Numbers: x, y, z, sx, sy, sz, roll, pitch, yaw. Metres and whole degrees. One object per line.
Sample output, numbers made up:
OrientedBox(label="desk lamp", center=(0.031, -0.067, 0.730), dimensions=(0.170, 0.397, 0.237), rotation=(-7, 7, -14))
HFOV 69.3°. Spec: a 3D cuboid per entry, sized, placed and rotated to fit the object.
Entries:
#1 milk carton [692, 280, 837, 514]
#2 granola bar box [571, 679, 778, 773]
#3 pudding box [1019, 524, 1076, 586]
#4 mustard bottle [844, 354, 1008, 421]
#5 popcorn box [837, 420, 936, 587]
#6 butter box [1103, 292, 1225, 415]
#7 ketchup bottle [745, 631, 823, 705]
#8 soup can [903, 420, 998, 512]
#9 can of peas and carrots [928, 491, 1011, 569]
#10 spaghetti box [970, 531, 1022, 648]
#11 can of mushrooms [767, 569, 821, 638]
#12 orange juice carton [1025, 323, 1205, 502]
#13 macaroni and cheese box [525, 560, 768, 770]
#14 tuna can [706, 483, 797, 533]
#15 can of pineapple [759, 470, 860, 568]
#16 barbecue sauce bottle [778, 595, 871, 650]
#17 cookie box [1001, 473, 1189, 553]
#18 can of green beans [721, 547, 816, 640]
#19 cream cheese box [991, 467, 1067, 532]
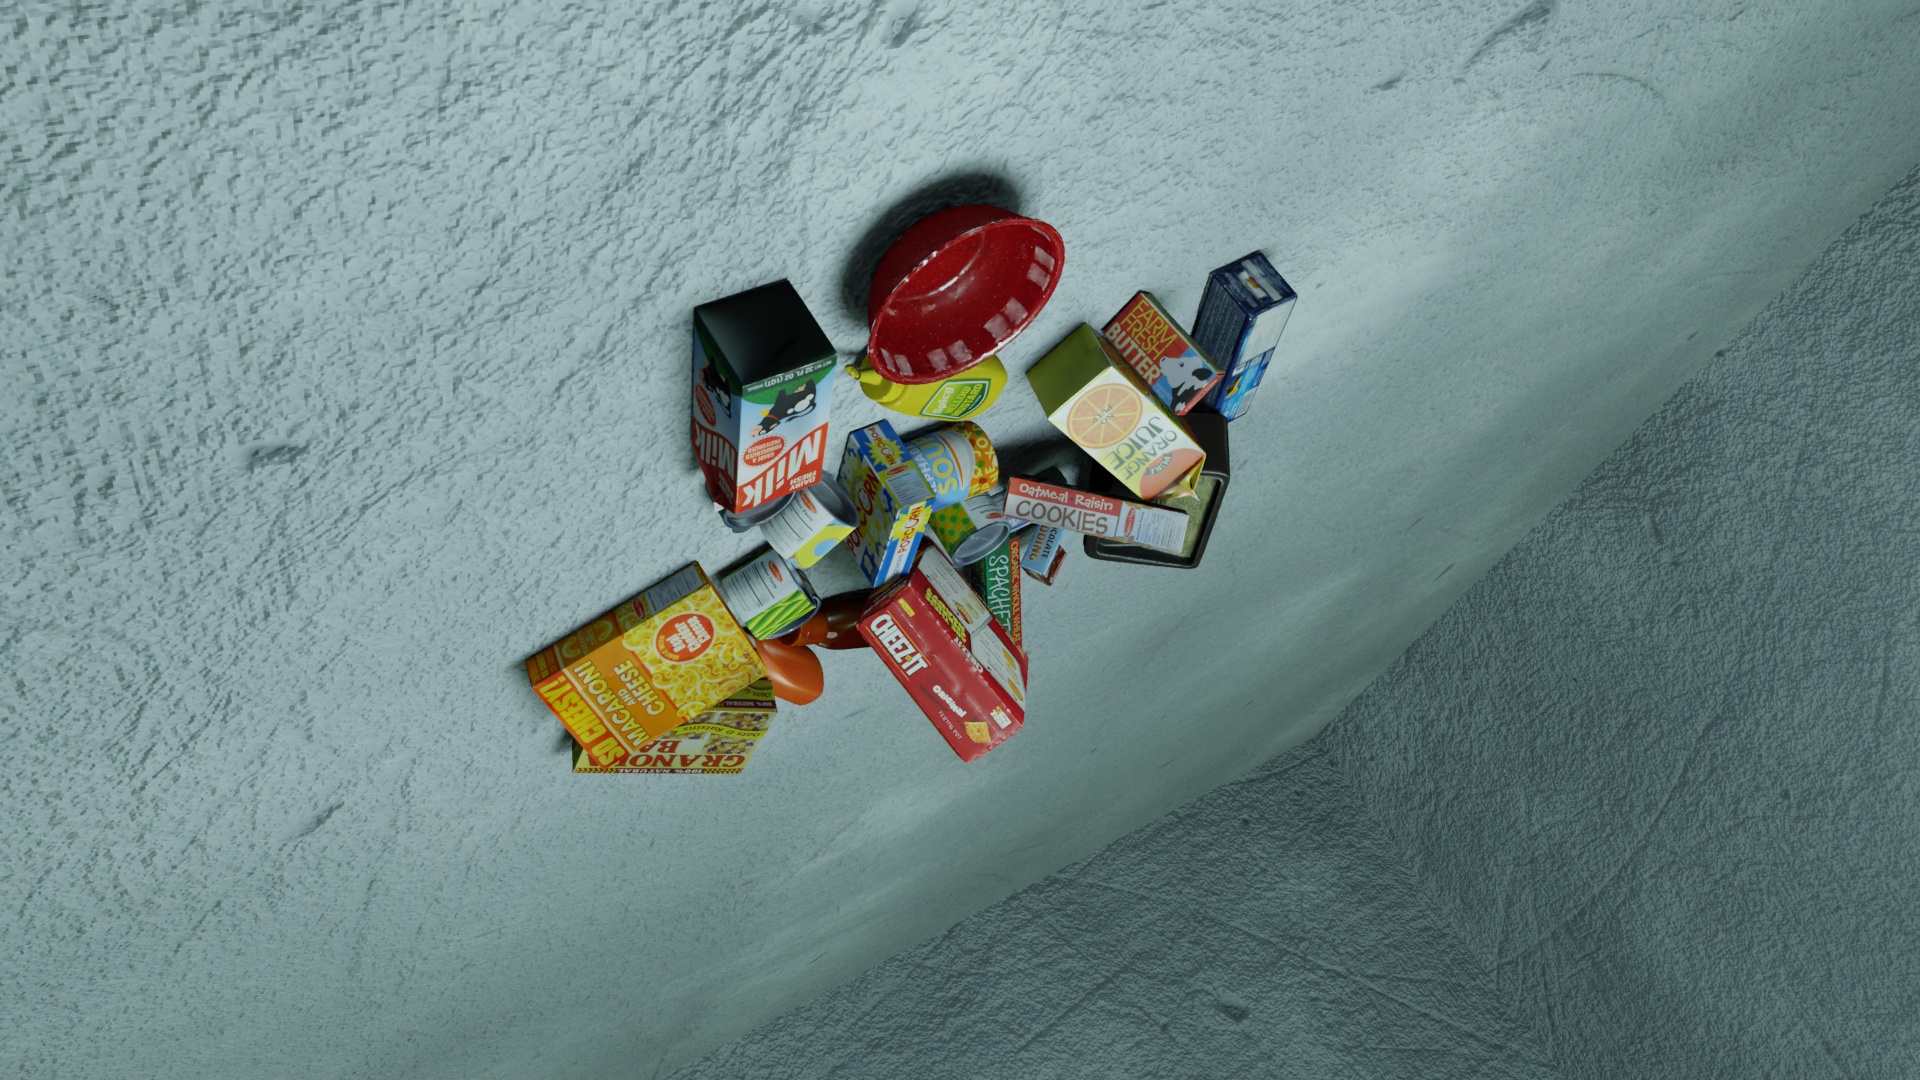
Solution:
OrientedBox(label="milk carton", center=(-0.142, -0.086, 0.981), dimensions=(0.072, 0.073, 0.189), rotation=(-23, 154, -23))
OrientedBox(label="granola bar box", center=(-0.272, 0.176, 1.315), dimensions=(0.166, 0.039, 0.123), rotation=(5, 141, -26))
OrientedBox(label="pudding box", center=(0.098, 0.002, 1.490), dimensions=(0.084, 0.030, 0.049), rotation=(-65, 160, -8))
OrientedBox(label="mustard bottle", center=(-0.032, -0.126, 1.082), dimensions=(0.161, 0.049, 0.065), rotation=(-6, 143, -49))
OrientedBox(label="popcorn box", center=(-0.068, -0.029, 1.182), dimensions=(0.038, 0.085, 0.126), rotation=(-20, 154, -27))
OrientedBox(label="butter box", center=(0.177, -0.164, 1.216), dimensions=(0.053, 0.103, 0.024), rotation=(-47, 162, 25))
OrientedBox(label="ketchup bottle", center=(-0.191, 0.115, 1.345), dimensions=(0.043, 0.065, 0.148), rotation=(-31, 150, 16))
OrientedBox(label="soup can", center=(-0.018, -0.063, 1.205), dimensions=(0.084, 0.071, 0.071), rotation=(-23, 155, -26))
OrientedBox(label="can of peas and carrots", center=(0.005, -0.017, 1.339), dimensions=(0.071, 0.059, 0.070), rotation=(-27, 157, -13))
OrientedBox(label="spaghetti box", center=(0.041, 0.088, 1.527), dimensions=(0.050, 0.029, 0.248), rotation=(-31, 139, -27))
OrientedBox(label="can of mushrooms", center=(-0.168, 0.059, 1.294), dimensions=(0.071, 0.033, 0.070), rotation=(-28, 157, -13))
OrientedBox(label="orange juice carton", center=(0.152, -0.103, 1.247), dimensions=(0.073, 0.072, 0.192), rotation=(-41, 130, 17))
OrientedBox(label="macaroni and cheese box", center=(-0.267, 0.109, 1.195), dimensions=(0.167, 0.040, 0.123), rotation=(-30, 131, -6))
OrientedBox(label="tuna can", center=(-0.166, -0.040, 1.097), dimensions=(0.071, 0.033, 0.070), rotation=(-28, 157, -13))
OrientedBox(label="can of pineapple", center=(-0.125, -0.019, 1.151), dimensions=(0.057, 0.071, 0.071), rotation=(-40, 157, 16))
OrientedBox(label="barbecue sauce bottle", center=(-0.120, 0.084, 1.396), dimensions=(0.149, 0.044, 0.064), rotation=(-1, 140, -52))
OrientedBox(label="cookie box", center=(0.128, -0.026, 1.316), dimensions=(0.123, 0.167, 0.040), rotation=(-26, 128, -82))
OrientedBox(label="can of green beans", center=(-0.169, 0.046, 1.223), dimensions=(0.058, 0.071, 0.071), rotation=(-32, 157, -2))
OrientedBox(label="cream cheese box", center=(0.059, -0.034, 1.421), dimensions=(0.104, 0.024, 0.053), rotation=(-25, 157, -19))
